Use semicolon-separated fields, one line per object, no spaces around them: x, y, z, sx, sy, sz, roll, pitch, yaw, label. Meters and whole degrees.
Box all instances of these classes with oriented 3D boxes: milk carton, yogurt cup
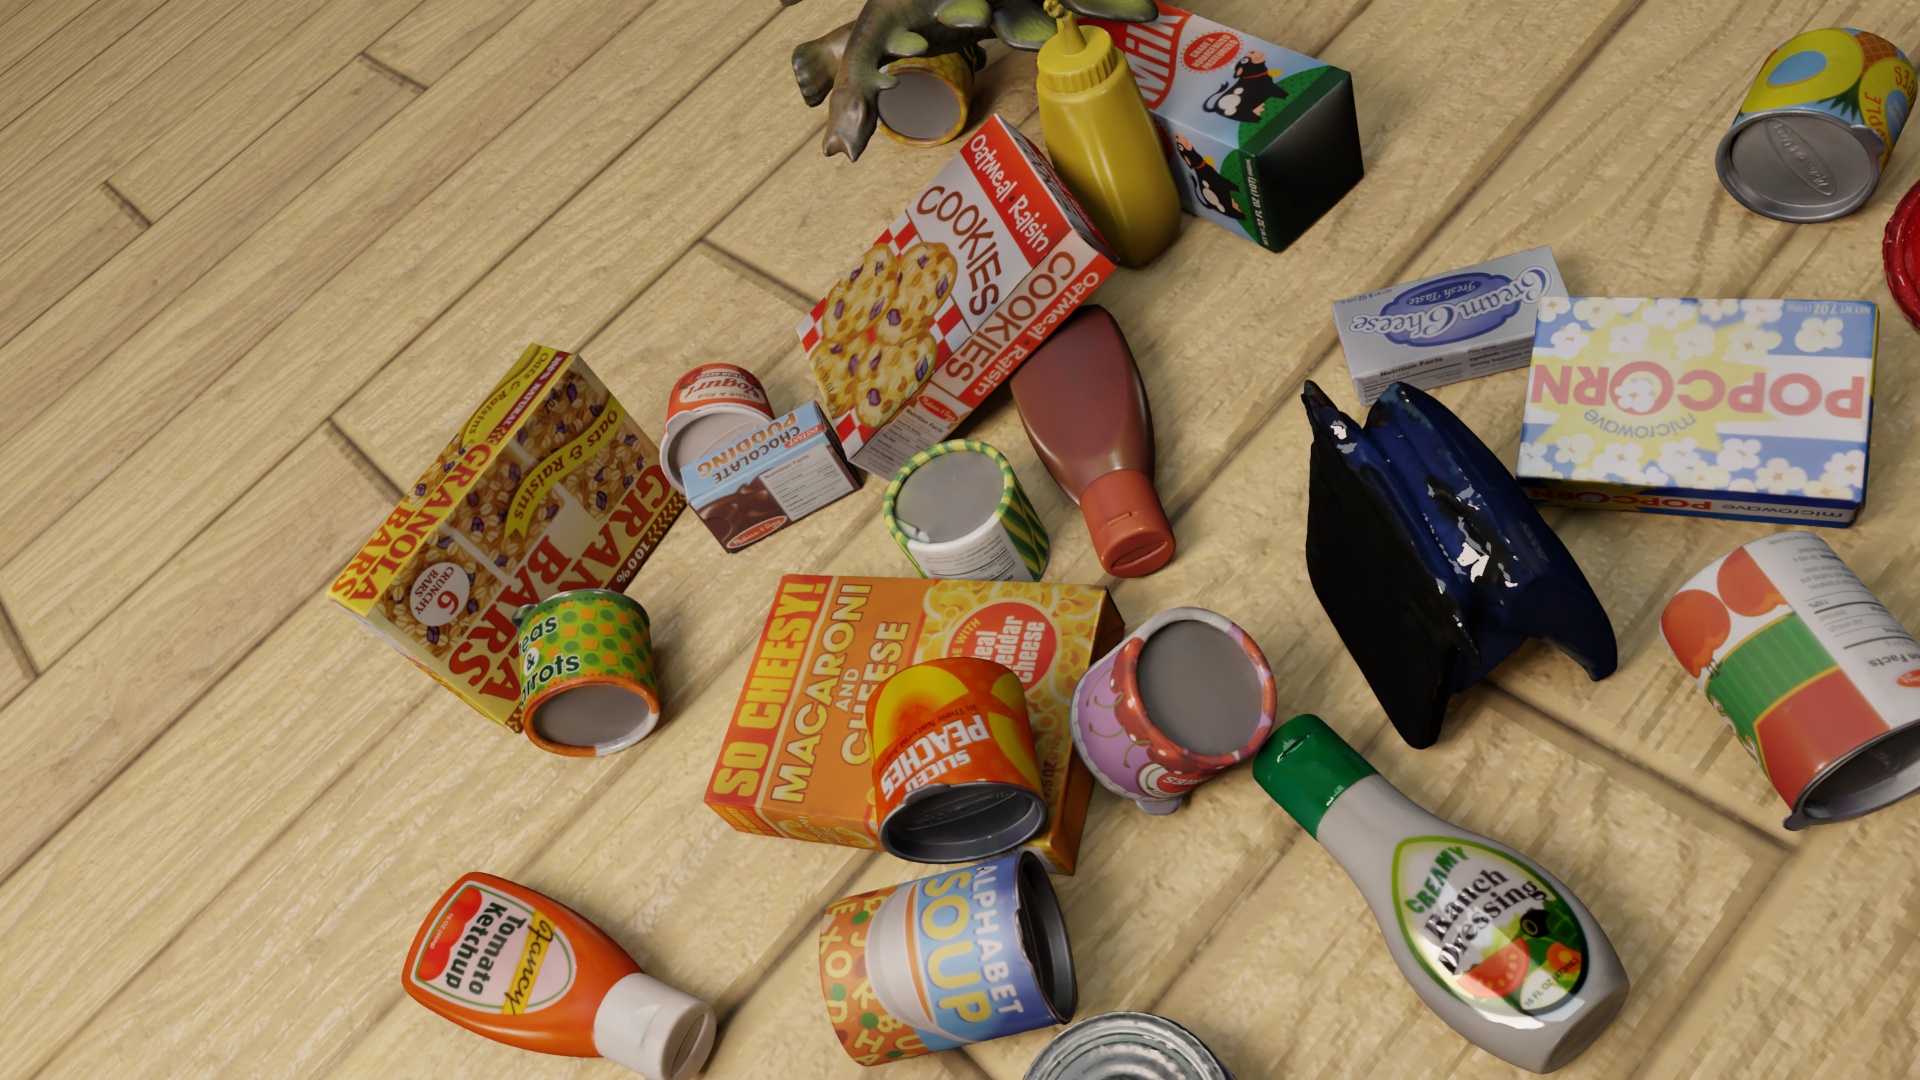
0.126;-0.241;0.780;0.073;0.072;0.191;-42;50;-10;milk carton
-0.133;-0.062;0.769;0.072;0.072;0.054;-24;42;6;yogurt cup

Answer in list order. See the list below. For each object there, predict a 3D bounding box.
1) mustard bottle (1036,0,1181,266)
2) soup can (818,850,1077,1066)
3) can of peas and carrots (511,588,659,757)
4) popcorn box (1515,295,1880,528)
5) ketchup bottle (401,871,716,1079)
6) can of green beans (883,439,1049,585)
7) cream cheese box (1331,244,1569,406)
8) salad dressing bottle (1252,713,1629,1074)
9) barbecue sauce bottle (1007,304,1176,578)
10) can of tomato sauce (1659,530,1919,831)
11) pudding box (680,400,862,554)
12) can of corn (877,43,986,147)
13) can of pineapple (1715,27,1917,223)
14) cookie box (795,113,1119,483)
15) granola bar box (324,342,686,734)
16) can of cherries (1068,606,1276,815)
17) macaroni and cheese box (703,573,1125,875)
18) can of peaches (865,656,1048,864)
0.073;-0.217;0.728;0.049;0.159;0.065;-40;51;-8;mustard bottle
-0.006;0.163;0.541;0.084;0.071;0.072;-17;51;12;soup can
-0.188;0.066;0.694;0.071;0.070;0.059;-24;51;6;can of peas and carrots
0.301;-0.055;0.574;0.127;0.038;0.085;6;76;27;popcorn box
-0.175;0.196;0.611;0.149;0.043;0.065;11;61;29;ketchup bottle
0.003;-0.007;0.671;0.071;0.057;0.071;-12;52;16;can of green beans
0.234;-0.102;0.661;0.104;0.024;0.053;-14;53;15;cream cheese box
0.169;0.123;0.511;0.064;0.044;0.148;-40;50;-6;salad dressing bottle
0.067;-0.049;0.684;0.065;0.043;0.149;-26;50;13;barbecue sauce bottle
0.301;0.049;0.494;0.071;0.071;0.083;-24;49;6;can of tomato sauce
-0.101;-0.033;0.743;0.084;0.049;0.030;-27;48;3;pudding box
-0.021;-0.296;0.891;0.071;0.071;0.058;-6;55;21;can of corn
0.388;-0.187;0.627;0.071;0.070;0.058;21;67;34;can of pineapple
-0.007;-0.129;0.738;0.167;0.040;0.123;-44;43;19;cookie box
-0.228;-0.001;0.726;0.039;0.123;0.166;18;65;33;granola bar box
0.086;0.069;0.561;0.071;0.058;0.072;9;63;-17;can of cherries
-0.019;0.079;0.630;0.166;0.040;0.124;1;57;24;macaroni and cheese box
-0.003;0.086;0.546;0.071;0.071;0.058;-18;51;11;can of peaches
